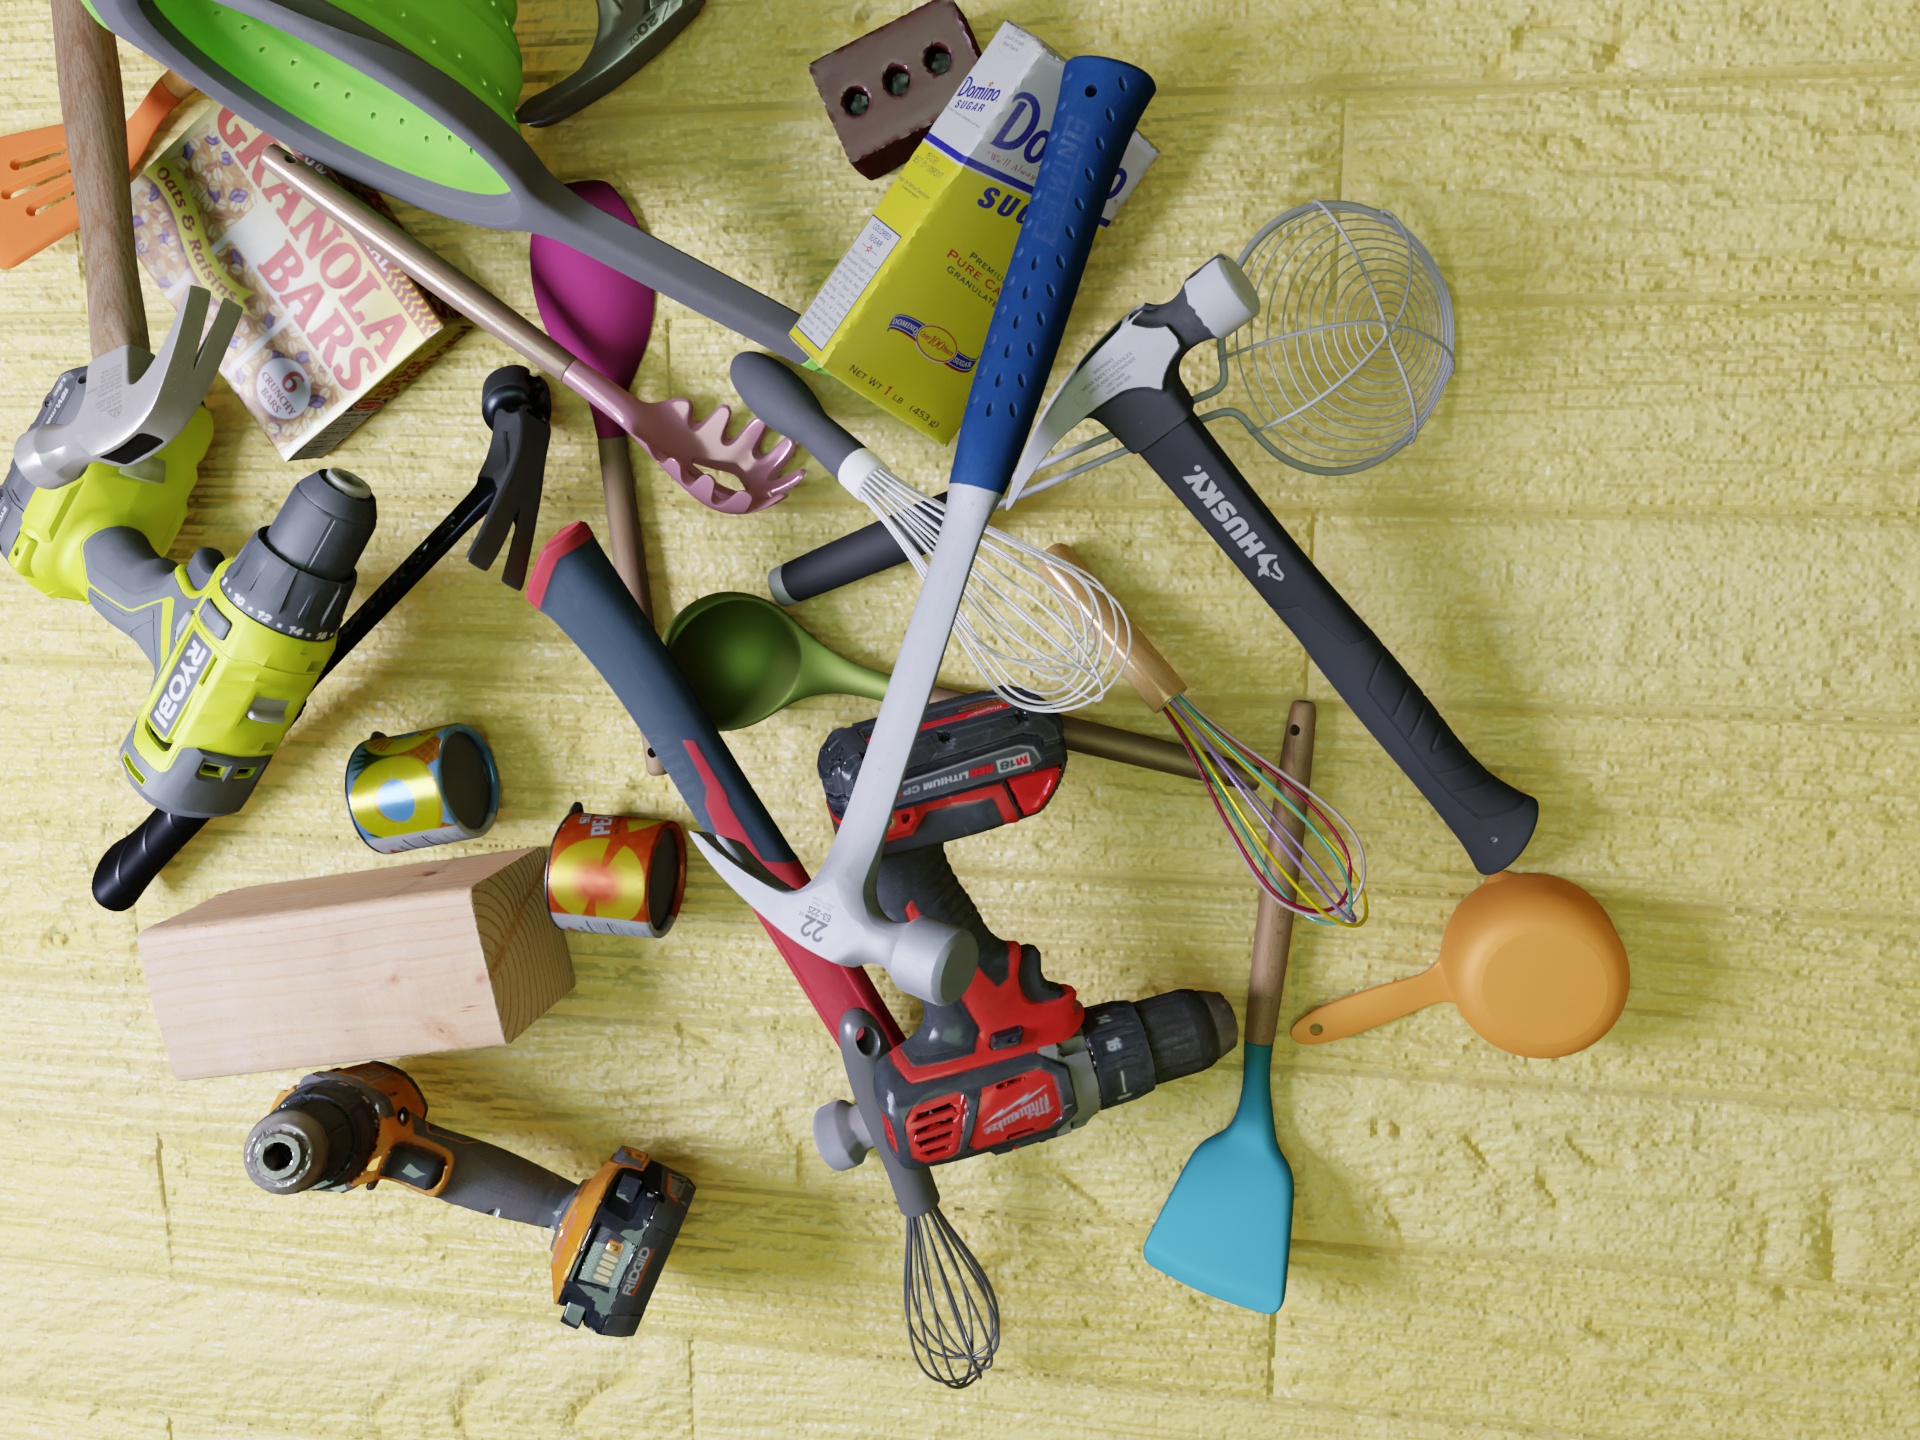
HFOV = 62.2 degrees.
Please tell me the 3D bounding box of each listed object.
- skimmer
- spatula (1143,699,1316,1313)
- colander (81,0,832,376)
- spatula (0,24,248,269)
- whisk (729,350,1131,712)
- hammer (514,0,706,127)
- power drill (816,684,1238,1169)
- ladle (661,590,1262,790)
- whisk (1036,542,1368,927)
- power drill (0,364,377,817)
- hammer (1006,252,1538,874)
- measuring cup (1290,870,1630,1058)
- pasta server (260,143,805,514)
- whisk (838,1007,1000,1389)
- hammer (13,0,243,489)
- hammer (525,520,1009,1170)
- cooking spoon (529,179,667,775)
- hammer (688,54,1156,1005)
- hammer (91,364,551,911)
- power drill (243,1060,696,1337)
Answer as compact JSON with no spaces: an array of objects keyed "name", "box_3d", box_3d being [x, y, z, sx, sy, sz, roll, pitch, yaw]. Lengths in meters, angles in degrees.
[{"name":"skimmer","box_3d":[0.066,-0.139,0.802,0.363,0.090,0.127,-20,107,24]},{"name":"spatula","box_3d":[0.157,0.147,0.833,0.082,0.044,0.317,12,102,35]},{"name":"colander","box_3d":[-0.201,-0.287,0.757,0.396,0.204,0.094,24,85,-19]},{"name":"spatula","box_3d":[-0.404,-0.349,0.833,0.322,0.041,0.081,-28,78,22]},{"name":"whisk","box_3d":[-0.027,-0.100,0.770,0.285,0.070,0.070,44,107,27]},{"name":"hammer","box_3d":[-0.259,-0.486,0.793,0.149,0.037,0.359,-33,94,15]},{"name":"power drill","box_3d":[0.033,0.101,0.791,0.188,0.080,0.226,-14,102,-8]},{"name":"ladle","box_3d":[-0.001,-0.003,0.829,0.320,0.062,0.078,14,113,5]},{"name":"whisk","box_3d":[0.121,0.007,0.802,0.047,0.051,0.245,-34,78,-23]},{"name":"power drill","box_3d":[-0.402,-0.088,0.830,0.229,0.080,0.190,41,105,27]},{"name":"hammer","box_3d":[0.165,-0.047,0.758,0.146,0.035,0.334,-33,109,29]},{"name":"measuring cup","box_3d":[0.251,0.141,0.808,0.173,0.052,0.095,-22,96,12]},{"name":"pasta server","box_3d":[-0.221,-0.201,0.816,0.316,0.060,0.040,35,137,-5]},{"name":"whisk","box_3d":[-0.025,0.261,0.859,0.055,0.055,0.239,-13,106,13]},{"name":"hammer","box_3d":[-0.439,-0.291,0.813,0.130,0.031,0.331,-15,79,20]},{"name":"hammer","box_3d":[-0.093,0.064,0.826,0.143,0.038,0.386,-24,109,13]},{"name":"cooking spoon","box_3d":[-0.184,-0.126,0.858,0.069,0.017,0.319,-5,99,12]},{"name":"hammer","box_3d":[-0.002,-0.092,0.696,0.144,0.035,0.405,17,89,29]},{"name":"hammer","box_3d":[-0.359,-0.018,0.873,0.409,0.149,0.036,-40,130,21]},{"name":"power drill","box_3d":[-0.264,0.251,0.856,0.226,0.185,0.084,23,81,-2]}]
